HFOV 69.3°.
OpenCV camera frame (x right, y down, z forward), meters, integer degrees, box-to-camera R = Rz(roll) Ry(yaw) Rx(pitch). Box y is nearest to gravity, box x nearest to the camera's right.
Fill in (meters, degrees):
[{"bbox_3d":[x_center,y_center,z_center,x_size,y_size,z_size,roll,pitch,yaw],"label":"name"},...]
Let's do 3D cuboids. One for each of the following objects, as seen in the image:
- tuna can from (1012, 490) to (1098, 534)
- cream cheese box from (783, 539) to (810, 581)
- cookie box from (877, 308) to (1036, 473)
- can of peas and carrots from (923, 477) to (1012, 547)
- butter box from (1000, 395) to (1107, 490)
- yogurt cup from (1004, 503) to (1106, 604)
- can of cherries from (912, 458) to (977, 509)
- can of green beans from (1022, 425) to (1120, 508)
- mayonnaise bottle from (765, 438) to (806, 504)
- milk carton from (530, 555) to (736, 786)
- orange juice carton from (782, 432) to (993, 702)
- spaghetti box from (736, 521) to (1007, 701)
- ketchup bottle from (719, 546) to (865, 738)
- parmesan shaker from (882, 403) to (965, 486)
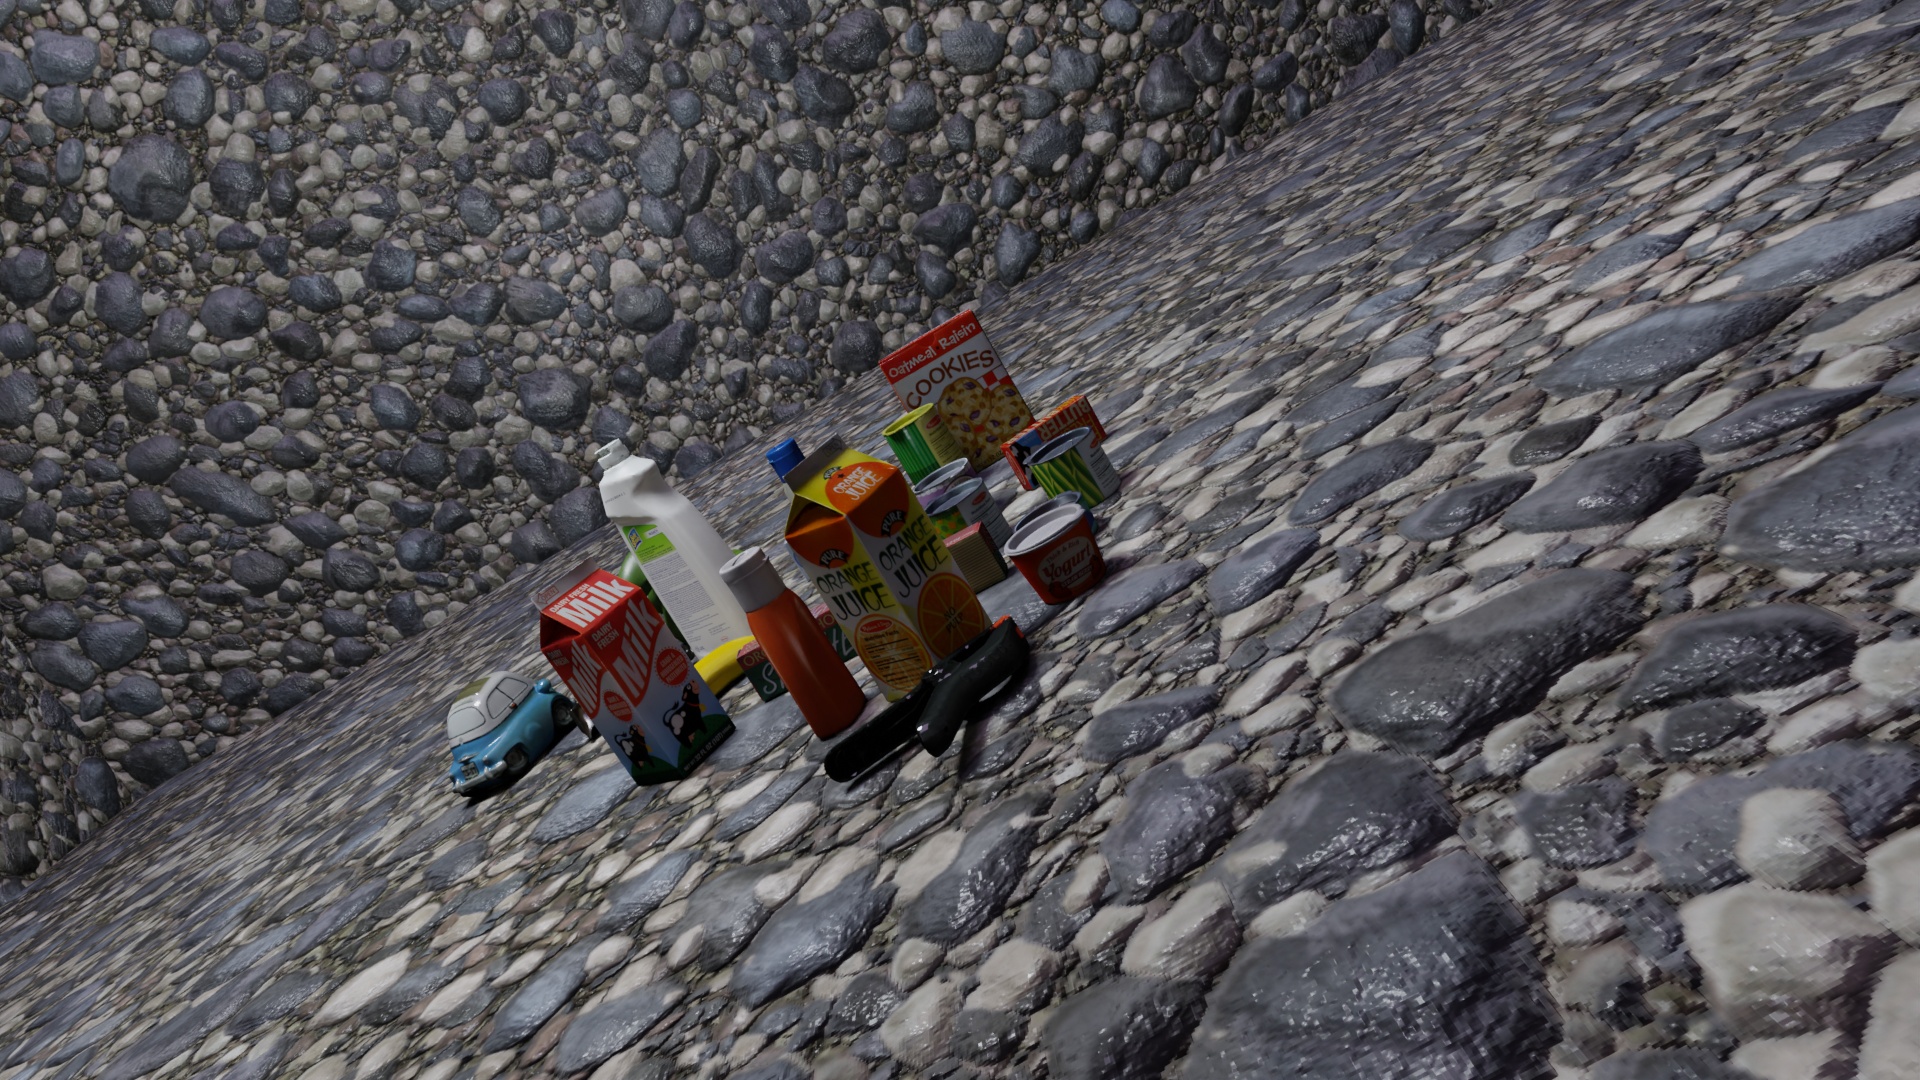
[{"bbox_3d":[0.081,-0.012,1.166,0.071,0.032,0.071,-29,14,8],"label":"tuna can"},{"bbox_3d":[-0.178,0.008,1.599,0.024,0.053,0.104,-30,14,3],"label":"cream cheese box"},{"bbox_3d":[0.000,-0.164,1.595,0.123,0.167,0.040,-31,13,0],"label":"cookie box"},{"bbox_3d":[0.005,-0.016,1.288,0.071,0.058,0.071,-29,14,8],"label":"can of peas and carrots"},{"bbox_3d":[0.095,-0.100,1.407,0.104,0.053,0.024,-36,14,-19],"label":"butter box"},{"bbox_3d":[0.074,0.012,1.051,0.072,0.054,0.072,-29,14,8],"label":"yogurt cup"},{"bbox_3d":[-0.006,-0.042,1.402,0.071,0.058,0.072,-29,14,8],"label":"can of cherries"},{"bbox_3d":[0.102,-0.061,1.246,0.071,0.057,0.071,-29,14,8],"label":"can of green beans"},{"bbox_3d":[-0.162,-0.043,1.545,0.041,0.148,0.064,-37,15,-24],"label":"mayonnaise bottle"},{"bbox_3d":[-0.282,0.109,1.169,0.073,0.190,0.073,-18,18,43],"label":"milk carton"},{"bbox_3d":[-0.060,0.017,1.021,0.073,0.192,0.072,-19,18,42],"label":"orange juice carton"},{"bbox_3d":[-0.079,0.063,1.200,0.250,0.050,0.029,-28,14,12],"label":"spaghetti box"},{"bbox_3d":[-0.127,0.075,1.052,0.043,0.148,0.065,-28,14,13],"label":"ketchup bottle"},{"bbox_3d":[-0.034,-0.090,1.540,0.071,0.103,0.071,-29,13,8],"label":"parmesan shaker"}]
